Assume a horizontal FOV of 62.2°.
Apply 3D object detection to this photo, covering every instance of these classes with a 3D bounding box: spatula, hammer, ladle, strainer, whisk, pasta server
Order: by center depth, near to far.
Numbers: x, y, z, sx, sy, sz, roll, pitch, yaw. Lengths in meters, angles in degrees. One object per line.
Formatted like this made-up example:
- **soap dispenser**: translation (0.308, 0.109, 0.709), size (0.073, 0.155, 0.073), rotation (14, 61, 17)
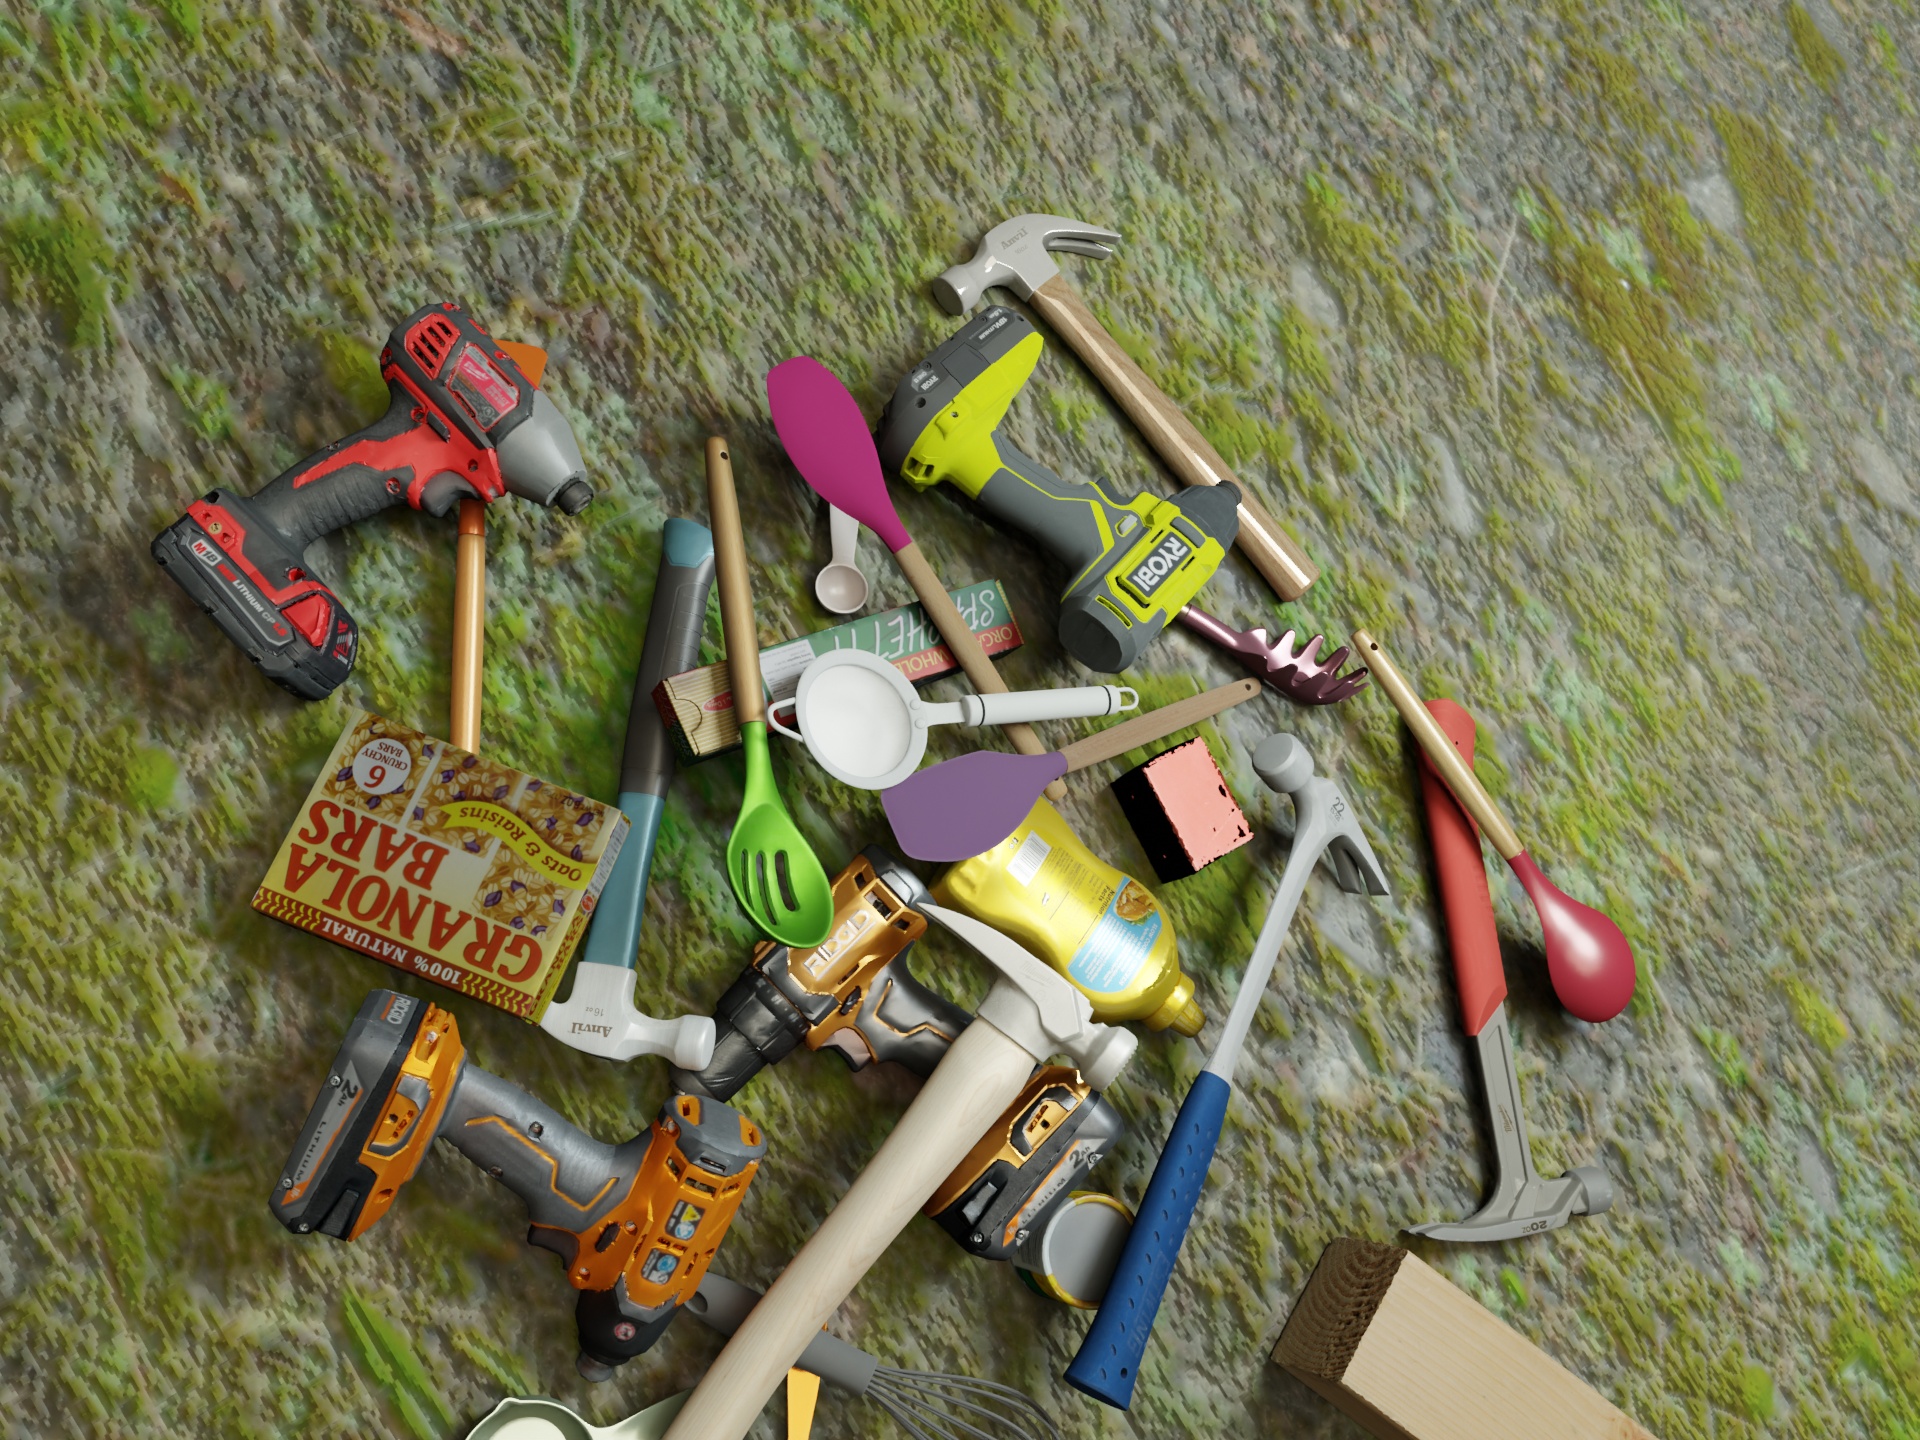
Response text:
- **hammer**: translation (-0.082, 0.292, 0.854), size (0.146, 0.038, 0.411), rotation (37, 79, 7)
- **whisk**: translation (-0.052, 0.366, 0.891), size (0.239, 0.055, 0.055), rotation (25, 71, 3)
- **hammer**: translation (-0.184, 0.033, 0.938), size (0.128, 0.033, 0.331), rotation (6, 70, 4)
- **spatula**: translation (-0.293, -0.084, 0.953), size (0.081, 0.041, 0.323), rotation (2, 81, -16)
- **strainer**: translation (-0.002, -0.003, 0.954), size (0.258, 0.050, 0.087), rotation (-5, 72, -27)
- **hammer**: translation (0.162, 0.211, 0.960), size (0.144, 0.035, 0.406), rotation (46, 59, -32)
- **spatula**: translation (0.083, 0.021, 1.004), size (0.316, 0.018, 0.060), rotation (-20, 83, -36)
- **ladle**: translation (0.360, 0.068, 1.076), size (0.069, 0.031, 0.315), rotation (-34, 88, -21)
- **pasta server**: translation (0.133, -0.092, 1.077), size (0.316, 0.040, 0.060), rotation (29, 29, -6)
- **hammer**: translation (0.342, 0.164, 1.081), size (0.149, 0.036, 0.359), rotation (-3, 79, -18)
- **hammer**: translation (0.135, -0.218, 1.111), size (0.130, 0.031, 0.331), rotation (-42, 92, -21)

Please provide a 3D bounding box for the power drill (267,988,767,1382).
- **power drill**: translation (-0.238, 0.254, 0.848), size (0.226, 0.084, 0.164), rotation (25, 95, -13)

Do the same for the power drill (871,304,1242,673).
- **power drill**: translation (0.068, -0.156, 1.031), size (0.223, 0.080, 0.171), rotation (42, 59, 4)

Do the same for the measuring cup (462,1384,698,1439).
- **measuring cup**: translation (-0.191, 0.388, 0.862), size (0.167, 0.038, 0.083), rotation (-15, 82, -22)

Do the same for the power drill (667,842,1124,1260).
- **power drill**: translation (-0.041, 0.211, 0.929), size (0.185, 0.084, 0.226), rotation (-43, 88, -14)

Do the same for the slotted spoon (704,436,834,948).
- **slotted spoon**: translation (-0.120, -0.021, 0.905), size (0.070, 0.031, 0.314), rotation (9, 64, -46)

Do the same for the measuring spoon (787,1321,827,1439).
- **measuring spoon**: translation (-0.090, 0.372, 0.913), size (0.021, 0.011, 0.117), rotation (7, 71, -8)

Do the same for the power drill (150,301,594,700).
- **power drill**: translation (-0.322, -0.119, 0.899), size (0.220, 0.078, 0.143), rotation (-44, 88, -11)

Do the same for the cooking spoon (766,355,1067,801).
- **cooking spoon**: translation (-0.022, -0.085, 0.985), size (0.069, 0.017, 0.319), rotation (-38, 100, -40)

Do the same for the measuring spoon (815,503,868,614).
- **measuring spoon**: translation (-0.077, -0.124, 1.035), size (0.034, 0.018, 0.124), rotation (6, 69, -14)
